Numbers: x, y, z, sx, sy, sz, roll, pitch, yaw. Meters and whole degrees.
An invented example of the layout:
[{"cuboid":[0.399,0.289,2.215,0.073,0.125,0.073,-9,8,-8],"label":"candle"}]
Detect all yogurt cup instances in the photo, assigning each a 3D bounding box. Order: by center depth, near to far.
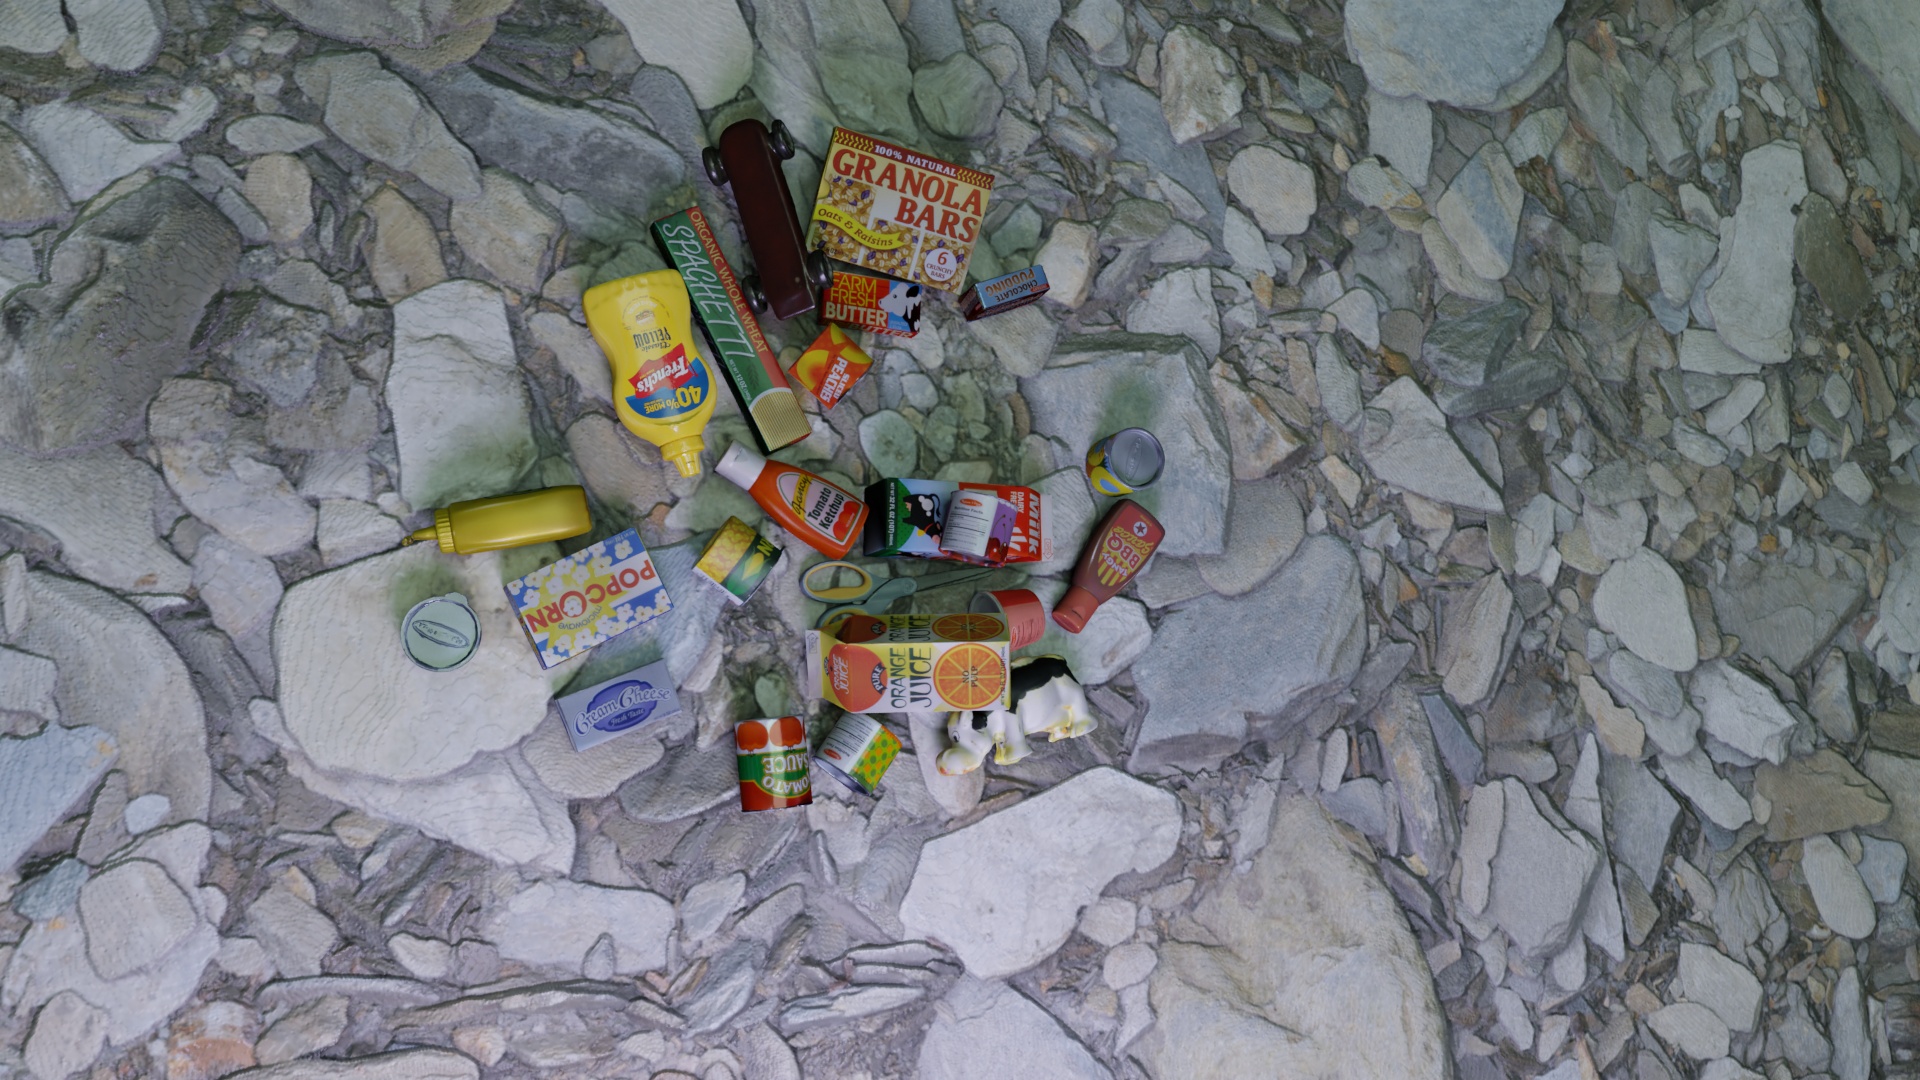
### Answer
[{"cuboid":[0.048,0.080,1.392,0.054,0.072,0.072,-11,87,-30],"label":"yogurt cup"}]

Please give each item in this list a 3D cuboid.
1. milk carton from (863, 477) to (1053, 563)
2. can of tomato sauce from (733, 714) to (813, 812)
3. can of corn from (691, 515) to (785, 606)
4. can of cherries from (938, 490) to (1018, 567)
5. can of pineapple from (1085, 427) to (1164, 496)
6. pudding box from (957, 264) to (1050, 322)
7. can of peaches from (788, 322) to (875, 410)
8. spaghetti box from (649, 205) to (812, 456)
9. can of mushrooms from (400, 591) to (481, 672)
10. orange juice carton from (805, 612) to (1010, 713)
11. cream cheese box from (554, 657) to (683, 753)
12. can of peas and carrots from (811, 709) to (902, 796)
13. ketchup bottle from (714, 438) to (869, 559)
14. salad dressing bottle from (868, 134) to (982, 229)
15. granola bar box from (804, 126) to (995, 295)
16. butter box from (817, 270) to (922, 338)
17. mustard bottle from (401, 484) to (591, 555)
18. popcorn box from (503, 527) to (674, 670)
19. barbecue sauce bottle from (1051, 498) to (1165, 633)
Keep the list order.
[{"cuboid":[0.005,-0.017,1.382,0.191,0.073,0.072,3,82,-21],"label":"milk carton"},{"cuboid":[-0.172,0.205,1.285,0.071,0.071,0.083,-4,84,-21],"label":"can of tomato sauce"},{"cuboid":[-0.208,0.017,1.300,0.058,0.071,0.071,38,72,-12],"label":"can of corn"},{"cuboid":[0.018,-0.010,1.312,0.071,0.071,0.058,16,80,-18],"label":"can of cherries"},{"cuboid":[0.171,-0.083,1.463,0.071,0.057,0.071,3,81,-21],"label":"can of pineapple"},{"cuboid":[0.045,-0.257,1.444,0.084,0.049,0.030,-20,89,-23],"label":"pudding box"},{"cuboid":[-0.127,-0.170,1.356,0.058,0.071,0.071,43,71,-10],"label":"can of peaches"},{"cuboid":[-0.223,-0.204,1.346,0.050,0.028,0.250,-28,93,-23],"label":"spaghetti box"},{"cuboid":[-0.453,0.080,1.216,0.071,0.033,0.071,3,82,-20],"label":"can of mushrooms"},{"cuboid":[-0.049,0.115,1.317,0.193,0.073,0.071,-1,109,-2],"label":"orange juice carton"},{"cuboid":[-0.310,0.150,1.265,0.104,0.024,0.053,-21,90,-22],"label":"cream cheese box"},{"cuboid":[-0.097,0.202,1.319,0.071,0.071,0.059,39,71,-12],"label":"can of peas and carrots"},{"cuboid":[-0.164,-0.044,1.338,0.149,0.043,0.065,32,62,-13],"label":"ketchup bottle"},{"cuboid":[-0.046,-0.355,1.427,0.147,0.044,0.064,35,76,-14],"label":"salad dressing bottle"},{"cuboid":[-0.062,-0.328,1.385,0.166,0.039,0.124,14,102,-12],"label":"granola bar box"},{"cuboid":[-0.092,-0.239,1.403,0.103,0.024,0.053,5,80,-20],"label":"butter box"},{"cuboid":[-0.411,-0.016,1.230,0.160,0.065,0.049,-10,91,-18],"label":"mustard bottle"},{"cuboid":[-0.336,0.052,1.261,0.127,0.038,0.085,-26,93,-22],"label":"popcorn box"},{"cuboid":[0.150,0.030,1.447,0.065,0.043,0.149,42,71,-12],"label":"barbecue sauce bottle"}]
